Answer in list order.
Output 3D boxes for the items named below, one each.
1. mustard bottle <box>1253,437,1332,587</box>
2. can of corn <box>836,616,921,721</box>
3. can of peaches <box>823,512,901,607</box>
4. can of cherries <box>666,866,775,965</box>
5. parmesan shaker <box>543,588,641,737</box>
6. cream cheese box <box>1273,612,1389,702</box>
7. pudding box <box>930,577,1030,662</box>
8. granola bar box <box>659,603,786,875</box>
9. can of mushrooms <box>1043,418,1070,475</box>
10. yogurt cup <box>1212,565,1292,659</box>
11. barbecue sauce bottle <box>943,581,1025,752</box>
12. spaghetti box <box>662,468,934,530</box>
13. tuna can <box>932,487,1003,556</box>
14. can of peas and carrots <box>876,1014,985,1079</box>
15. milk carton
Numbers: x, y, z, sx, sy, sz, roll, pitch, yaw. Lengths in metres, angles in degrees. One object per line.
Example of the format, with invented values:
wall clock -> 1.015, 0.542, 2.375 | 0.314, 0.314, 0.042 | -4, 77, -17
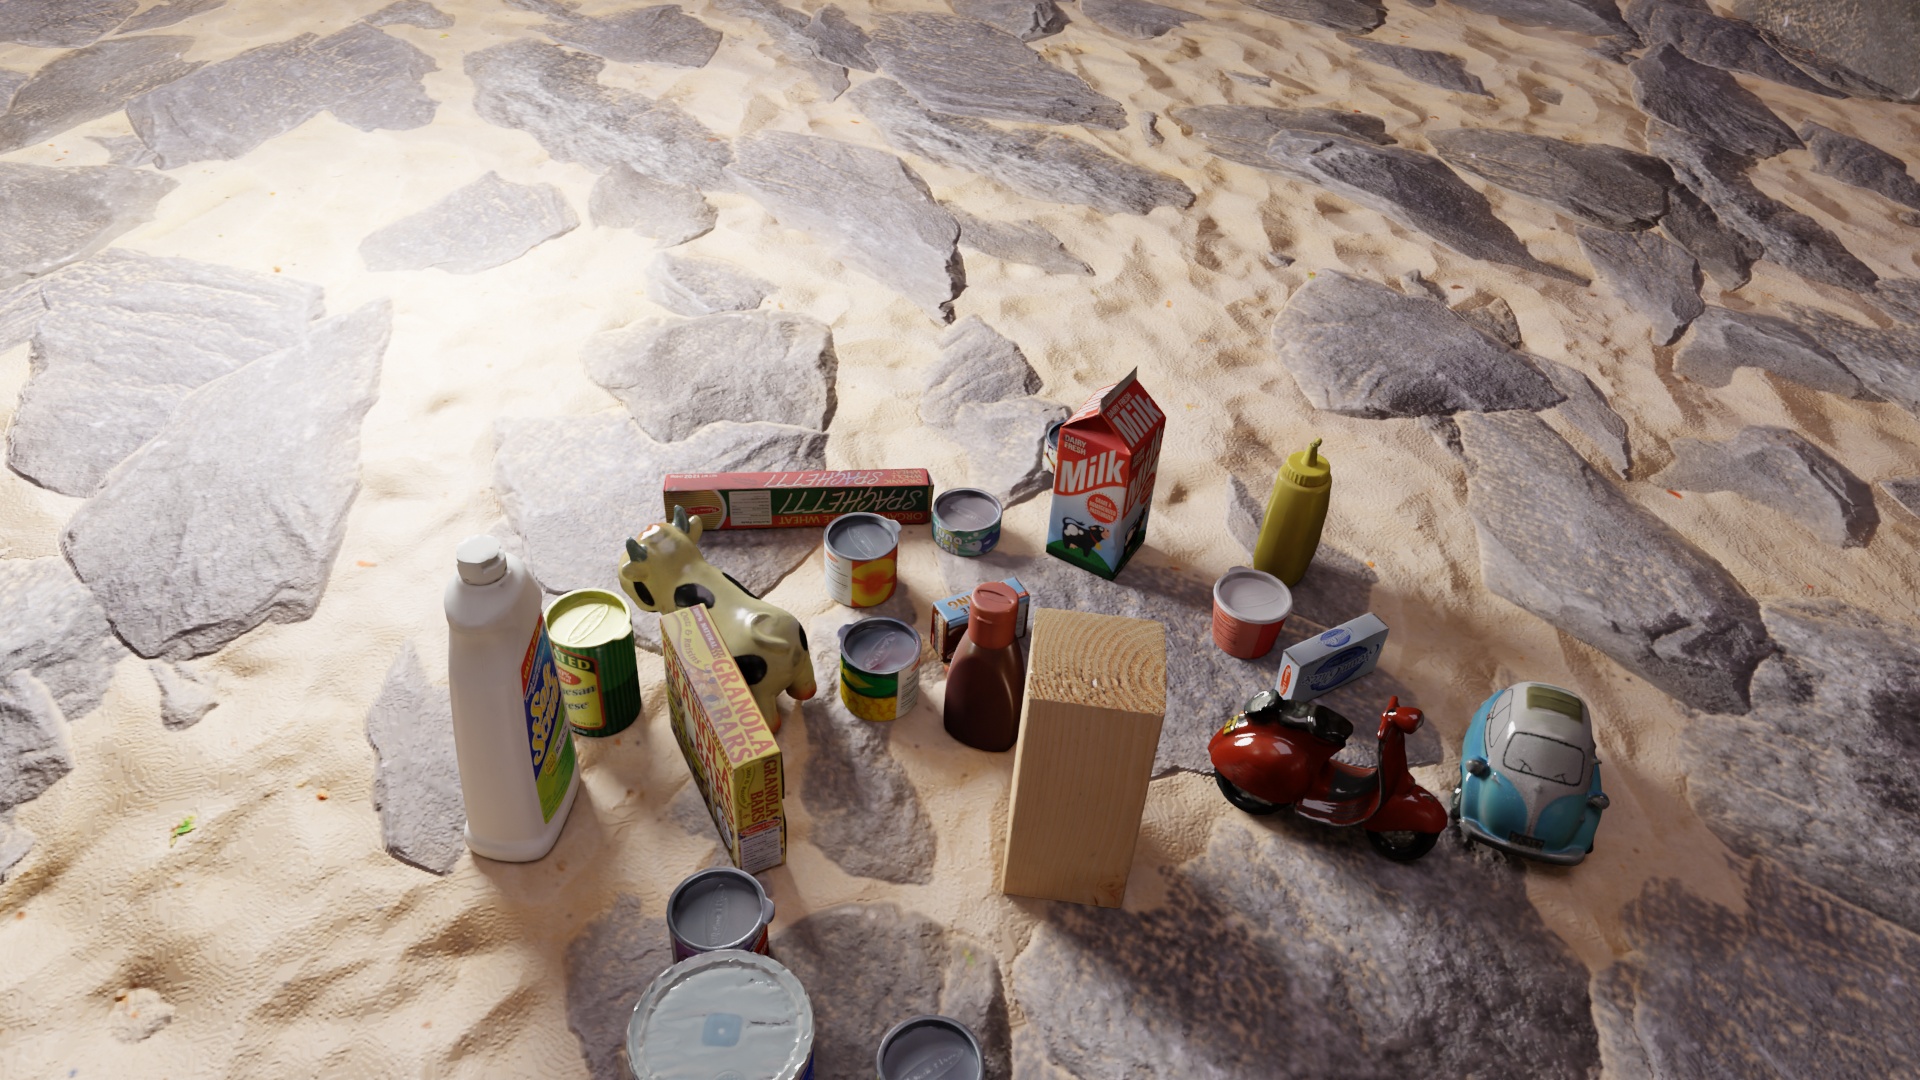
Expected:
mustard bottle -> 0.305, -0.032, 1.257 | 0.049, 0.159, 0.065 | 27, 45, 25
can of corn -> -0.068, 0.104, 1.138 | 0.071, 0.058, 0.071 | 3, 40, -2
can of peaches -> -0.087, 0.017, 1.241 | 0.071, 0.057, 0.071 | 3, 40, -2
can of cherries -> -0.160, 0.265, 0.936 | 0.071, 0.058, 0.072 | 3, 40, -2
parmesan shaker -> -0.286, 0.098, 1.090 | 0.071, 0.102, 0.072 | 3, 40, -2
cream cheese box -> 0.314, 0.102, 1.180 | 0.104, 0.053, 0.024 | -19, 45, -26
pudding box -> 0.017, 0.068, 1.196 | 0.084, 0.049, 0.030 | -17, 44, -24
granola bar box -> -0.176, 0.146, 1.027 | 0.039, 0.123, 0.166 | -16, 44, -22
can of mushrooms -> 0.118, -0.090, 1.409 | 0.071, 0.033, 0.071 | 3, 40, -2
yogurt cup -> 0.252, 0.067, 1.217 | 0.072, 0.053, 0.073 | 3, 40, -2
barbecue sauce bottle -> 0.021, 0.099, 1.083 | 0.065, 0.147, 0.044 | 19, 42, 17
spaghetti box -> -0.151, -0.039, 1.308 | 0.250, 0.049, 0.029 | -2, 40, -7
tuna can -> 0.005, -0.016, 1.310 | 0.071, 0.032, 0.071 | 3, 40, -2
can of peas and carrots -> -0.018, 0.340, 0.859 | 0.071, 0.058, 0.071 | 3, 40, -2
milk carton -> 0.132, -0.064, 1.257 | 0.073, 0.189, 0.073 | 24, 43, 22
